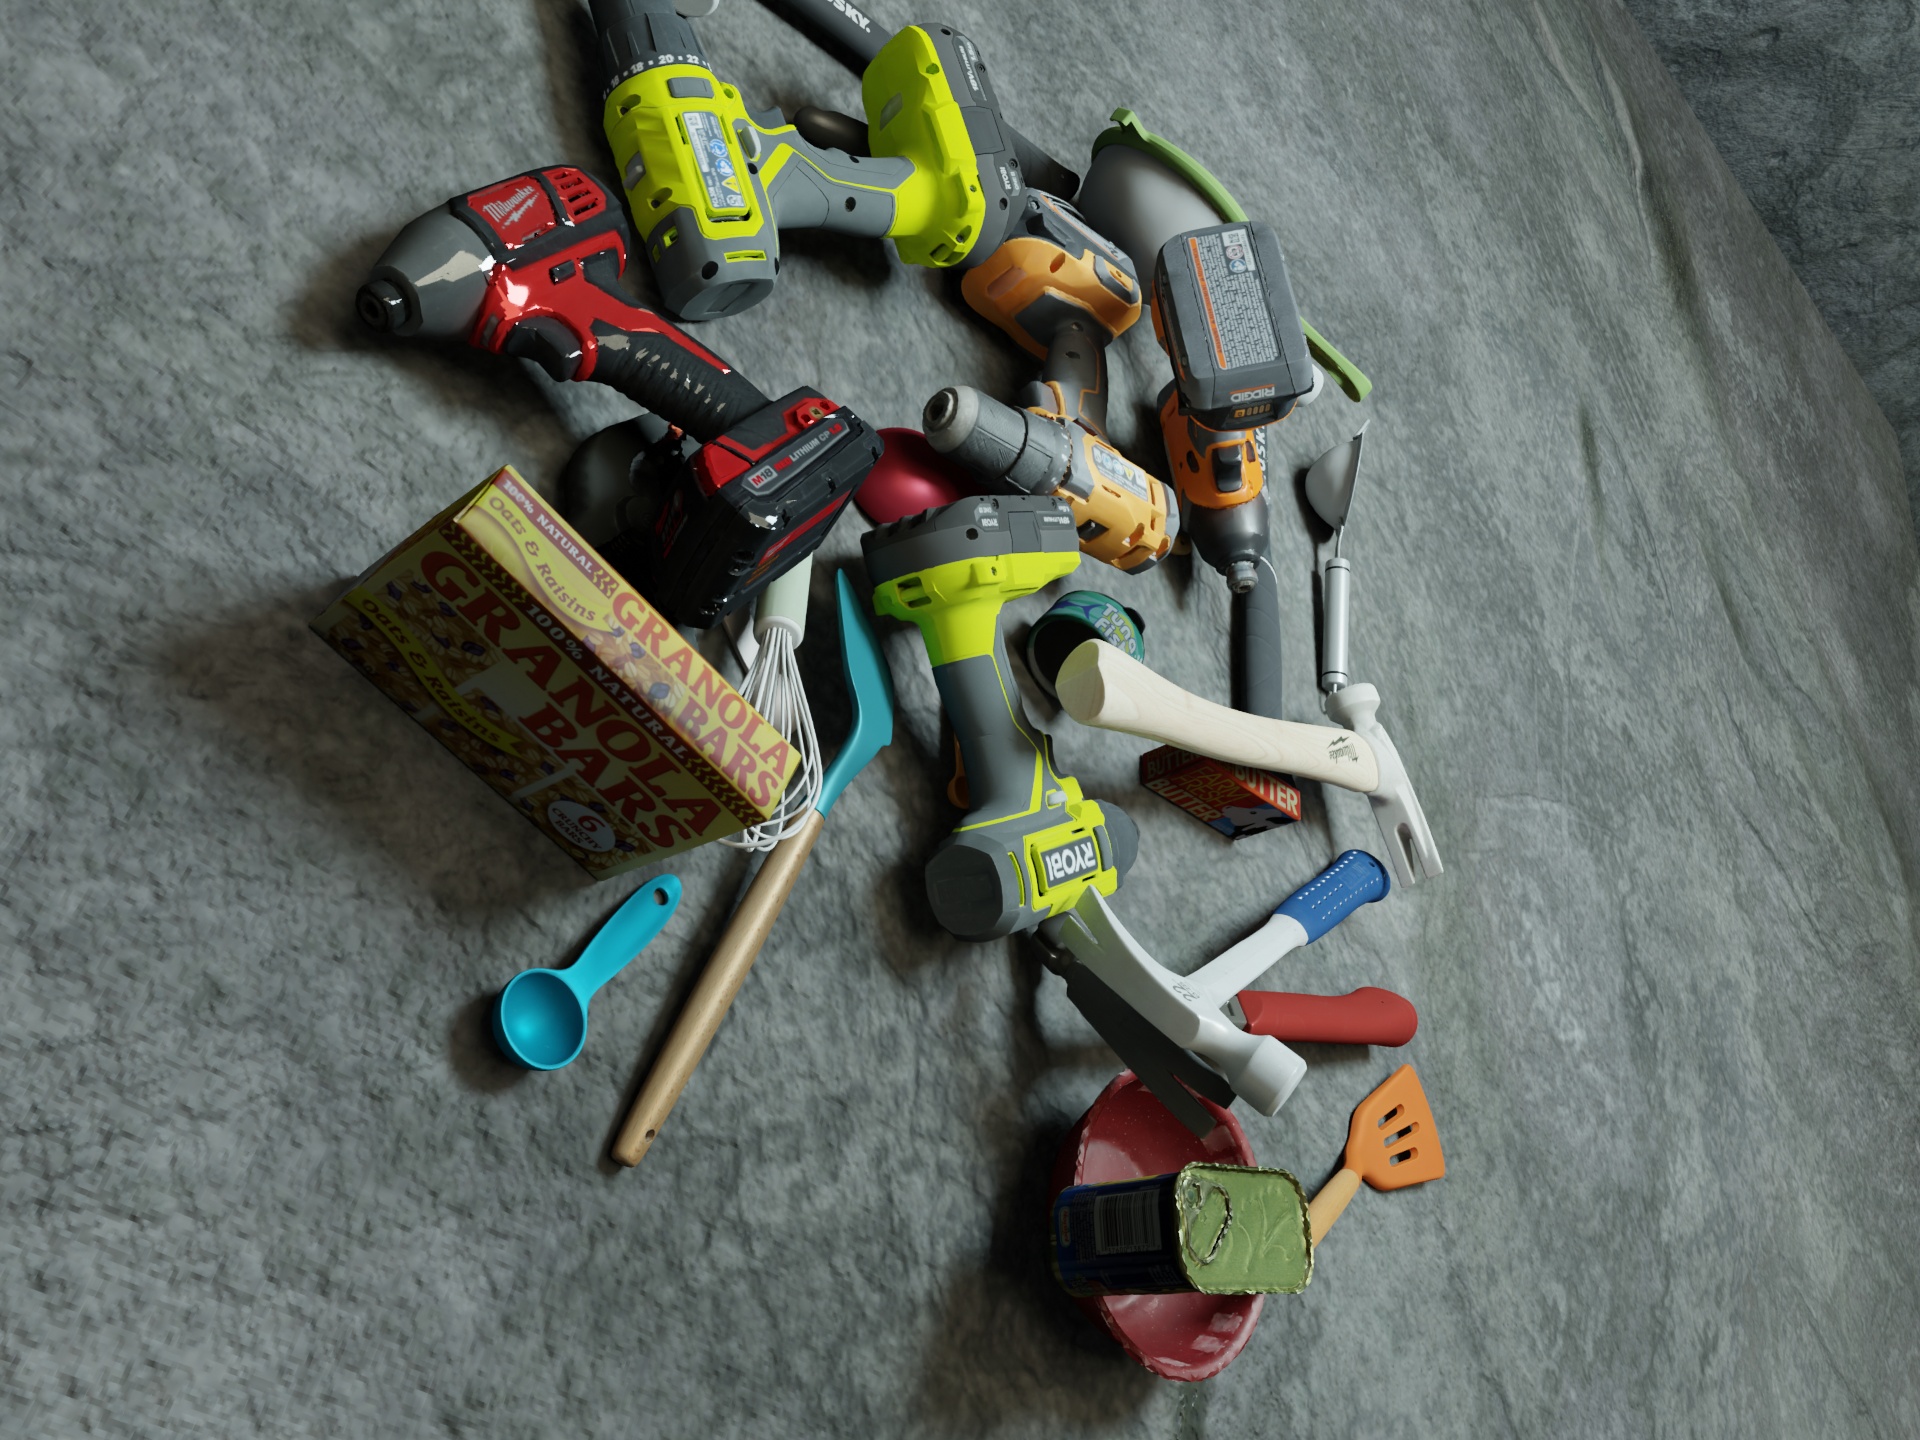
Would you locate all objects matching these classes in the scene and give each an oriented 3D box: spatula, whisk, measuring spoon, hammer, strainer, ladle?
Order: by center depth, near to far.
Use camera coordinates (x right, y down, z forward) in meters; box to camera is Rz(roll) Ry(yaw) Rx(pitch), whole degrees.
[{"bbox_3d":[-0.160,0.105,0.685,0.042,0.021,0.129,57,33,-12],"label":"measuring spoon"},{"bbox_3d":[-0.091,0.065,0.757,0.318,0.044,0.082,-64,146,-33],"label":"spatula"},{"bbox_3d":[-0.090,-0.036,0.768,0.057,0.059,0.247,79,8,-46],"label":"whisk"},{"bbox_3d":[-0.108,-0.051,0.801,0.034,0.018,0.124,-22,89,-49],"label":"measuring spoon"},{"bbox_3d":[-0.001,-0.003,0.902,0.021,0.011,0.117,30,49,-44],"label":"measuring spoon"},{"bbox_3d":[0.191,0.125,0.961,0.144,0.035,0.405,37,20,19],"label":"hammer"},{"bbox_3d":[0.194,0.185,0.962,0.358,0.036,0.149,15,23,-49],"label":"hammer"},{"bbox_3d":[0.188,0.021,0.976,0.410,0.038,0.146,12,55,-52],"label":"hammer"},{"bbox_3d":[0.241,0.287,0.978,0.322,0.041,0.081,-4,76,-64],"label":"spatula"},{"bbox_3d":[0.053,-0.131,1.003,0.315,0.031,0.069,5,70,-47],"label":"ladle"},{"bbox_3d":[-0.007,-0.340,1.017,0.238,0.055,0.055,12,65,-39],"label":"whisk"},{"bbox_3d":[-0.042,-0.426,1.021,0.334,0.035,0.146,24,58,-39],"label":"hammer"},{"bbox_3d":[0.170,-0.293,1.096,0.256,0.151,0.069,43,85,0],"label":"strainer"},{"bbox_3d":[0.218,-0.129,1.169,0.149,0.036,0.409,26,56,-36],"label":"hammer"},{"bbox_3d":[0.294,-0.127,1.245,0.086,0.050,0.259,84,12,-67],"label":"strainer"}]

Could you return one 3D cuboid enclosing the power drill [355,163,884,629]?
[{"bbox_3d":[-0.156,-0.153,0.718,0.219,0.078,0.143,43,43,2],"label":"power drill"}]

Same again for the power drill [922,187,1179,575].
[{"bbox_3d":[0.046,-0.214,0.971,0.185,0.084,0.226,21,52,-40],"label":"power drill"}]

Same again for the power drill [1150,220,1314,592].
[{"bbox_3d":[0.173,-0.193,1.032,0.226,0.084,0.164,75,5,-69],"label":"power drill"}]

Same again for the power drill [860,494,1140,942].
[{"bbox_3d":[0.031,-0.005,0.872,0.171,0.080,0.223,-11,88,-55],"label":"power drill"}]

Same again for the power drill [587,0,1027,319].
[{"bbox_3d":[-0.089,-0.326,0.878,0.228,0.080,0.190,-16,86,-36],"label":"power drill"}]
